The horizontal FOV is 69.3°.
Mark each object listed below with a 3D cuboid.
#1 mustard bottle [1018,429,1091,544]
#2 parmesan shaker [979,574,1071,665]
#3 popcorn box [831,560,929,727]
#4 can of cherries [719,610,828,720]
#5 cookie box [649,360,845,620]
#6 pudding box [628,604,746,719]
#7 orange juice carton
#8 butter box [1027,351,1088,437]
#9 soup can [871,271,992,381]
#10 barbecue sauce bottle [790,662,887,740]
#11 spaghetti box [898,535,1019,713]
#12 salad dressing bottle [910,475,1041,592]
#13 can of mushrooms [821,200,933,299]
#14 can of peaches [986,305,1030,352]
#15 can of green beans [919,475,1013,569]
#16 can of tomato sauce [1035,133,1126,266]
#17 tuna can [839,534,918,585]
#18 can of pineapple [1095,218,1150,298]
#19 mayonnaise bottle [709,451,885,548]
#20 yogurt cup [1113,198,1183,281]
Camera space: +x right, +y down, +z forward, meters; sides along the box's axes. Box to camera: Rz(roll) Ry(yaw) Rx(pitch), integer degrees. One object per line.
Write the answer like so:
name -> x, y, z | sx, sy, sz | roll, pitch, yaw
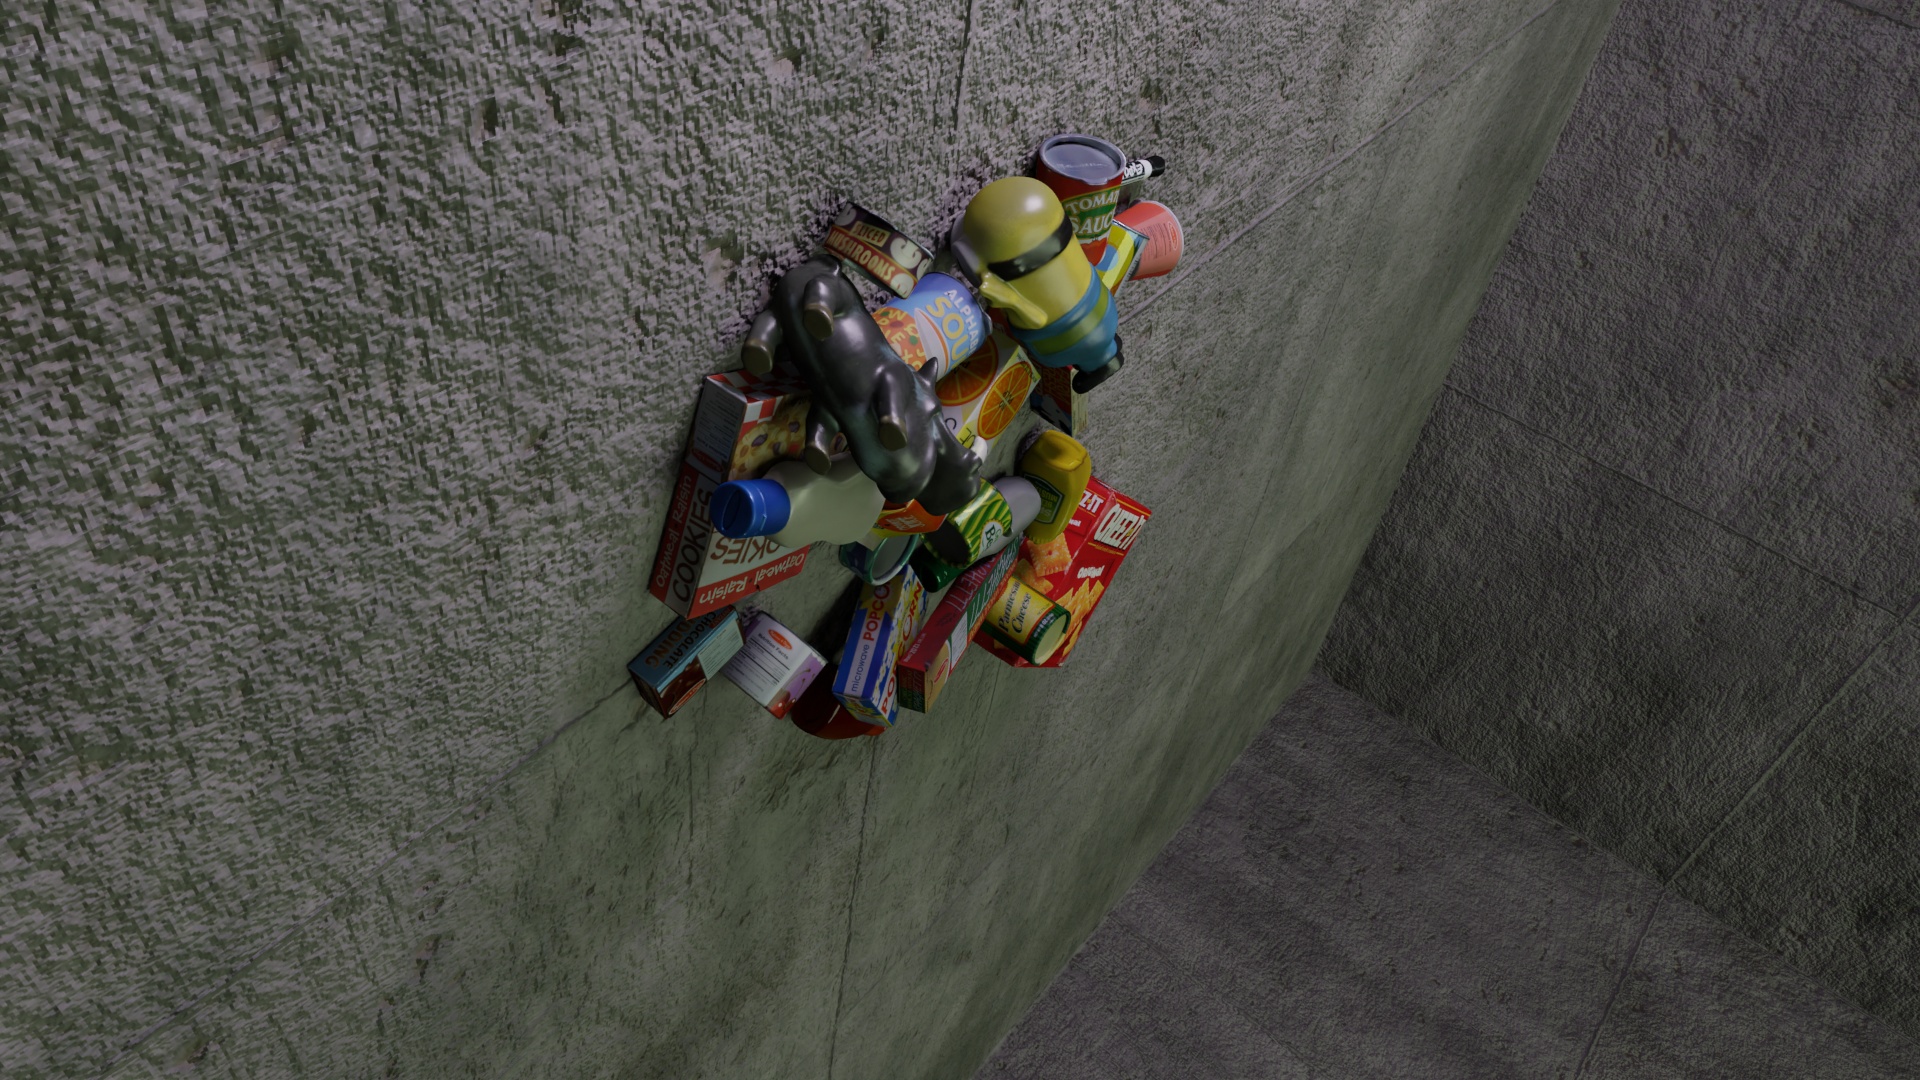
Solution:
mustard bottle -> 0.087, -0.040, 1.376 | 0.049, 0.065, 0.159 | -48, 160, -32
parmesan shaker -> 0.053, 0.069, 1.396 | 0.071, 0.103, 0.071 | -45, 155, -28
popcorn box -> -0.068, 0.089, 1.198 | 0.085, 0.038, 0.127 | 64, 38, -64
can of cherries -> -0.145, 0.097, 1.071 | 0.058, 0.071, 0.071 | -52, 157, -11
cookie box -> -0.137, -0.037, 0.941 | 0.123, 0.040, 0.166 | -24, 140, -54
pudding box -> -0.194, 0.082, 0.995 | 0.084, 0.030, 0.049 | -46, 157, -24
orange juice carton -> -0.026, -0.078, 1.074 | 0.193, 0.073, 0.071 | -56, 158, -3
butter box -> 0.088, -0.141, 1.253 | 0.024, 0.053, 0.103 | -45, 155, -20
soup can -> -0.030, -0.141, 0.982 | 0.084, 0.071, 0.071 | -42, 154, -32
barbecue sauce bottle -> -0.103, 0.153, 1.264 | 0.065, 0.044, 0.148 | -62, 159, -5
spaghetti box -> 0.003, 0.065, 1.287 | 0.251, 0.029, 0.050 | -55, 153, -52
salad dressing bottle -> 0.014, -0.006, 1.296 | 0.148, 0.044, 0.064 | -39, 146, -35
can of mushrooms -> -0.053, -0.184, 0.881 | 0.033, 0.071, 0.071 | -56, 158, 3
can of peaches -> 0.063, -0.185, 1.134 | 0.071, 0.058, 0.071 | -45, 155, -28
can of green beans -> 0.003, -0.017, 1.224 | 0.058, 0.071, 0.071 | -42, 154, -32
can of tomato sauce -> 0.088, -0.259, 1.071 | 0.071, 0.071, 0.082 | -40, 153, -36
tuna can -> -0.066, 0.000, 1.150 | 0.071, 0.033, 0.070 | -45, 156, -27
can of pineapple -> 0.114, -0.242, 1.158 | 0.071, 0.071, 0.057 | -4, 124, -63
mayonnaise bottle -> -0.105, -0.025, 0.916 | 0.148, 0.041, 0.064 | -9, 126, -60
yogurt cup -> 0.153, -0.259, 1.218 | 0.054, 0.072, 0.072 | -27, 144, -38
